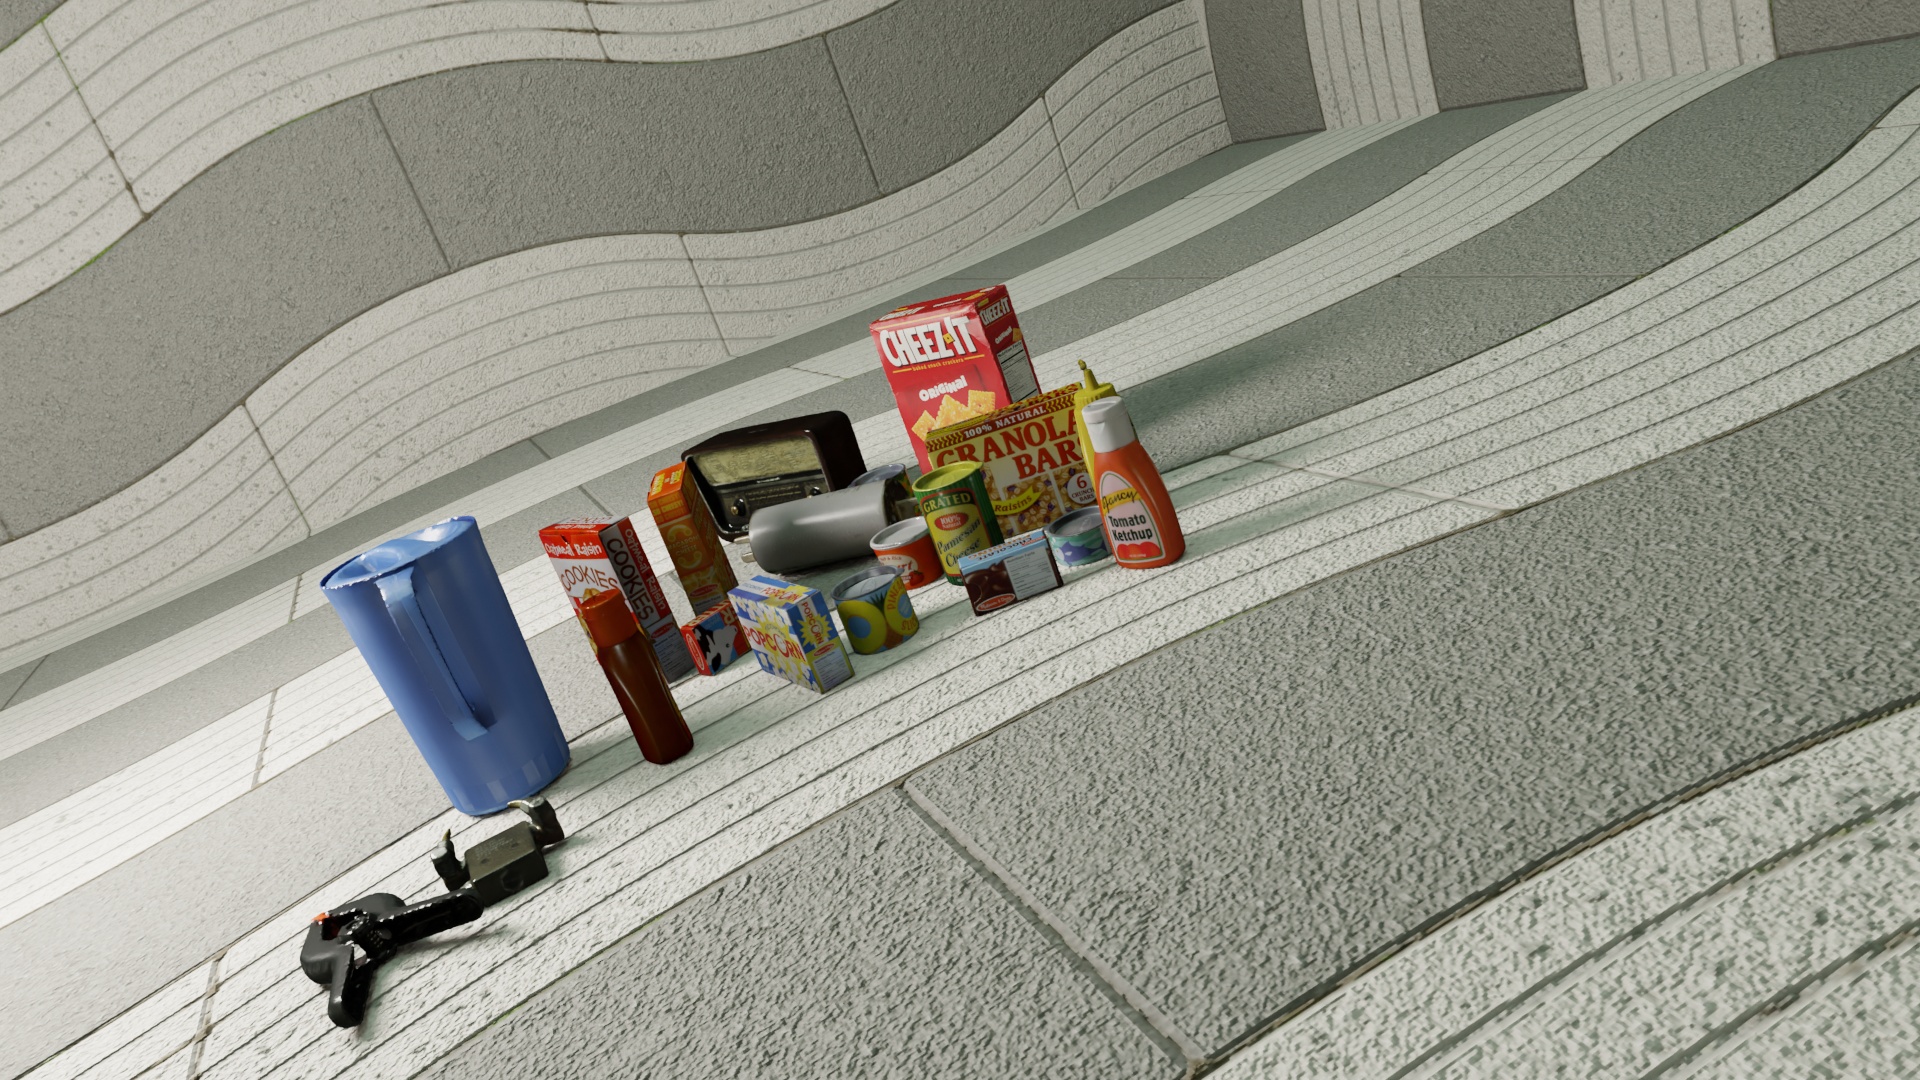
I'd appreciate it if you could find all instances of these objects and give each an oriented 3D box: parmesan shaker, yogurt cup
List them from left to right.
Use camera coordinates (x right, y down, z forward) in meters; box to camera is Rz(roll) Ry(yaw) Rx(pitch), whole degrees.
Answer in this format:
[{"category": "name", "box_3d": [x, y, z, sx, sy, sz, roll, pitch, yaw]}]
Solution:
[{"category": "yogurt cup", "box_3d": [-0.049, 0.014, 1.369, 0.072, 0.053, 0.072, -18, 18, 6]}, {"category": "parmesan shaker", "box_3d": [0.005, -0.017, 1.320, 0.071, 0.102, 0.071, -18, 18, 6]}]

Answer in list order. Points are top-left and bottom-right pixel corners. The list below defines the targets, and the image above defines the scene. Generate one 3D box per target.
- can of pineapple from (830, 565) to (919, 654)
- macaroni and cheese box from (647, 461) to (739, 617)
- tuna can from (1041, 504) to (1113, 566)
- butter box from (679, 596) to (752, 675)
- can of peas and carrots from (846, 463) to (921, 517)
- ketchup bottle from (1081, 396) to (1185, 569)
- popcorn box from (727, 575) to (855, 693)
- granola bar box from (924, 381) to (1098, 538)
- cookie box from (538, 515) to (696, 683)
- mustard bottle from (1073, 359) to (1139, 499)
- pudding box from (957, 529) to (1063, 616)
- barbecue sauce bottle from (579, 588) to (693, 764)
[{"category": "can of pineapple", "box_3d": [-0.075, 0.062, 1.251, 0.071, 0.057, 0.071, -18, 18, 6]}, {"category": "macaroni and cheese box", "box_3d": [-0.270, 0.013, 1.425, 0.040, 0.166, 0.124, -21, 18, -2]}, {"category": "tuna can", "box_3d": [0.113, -0.004, 1.283, 0.071, 0.032, 0.071, -18, 18, 6]}, {"category": "butter box", "box_3d": [-0.220, 0.083, 1.352, 0.024, 0.053, 0.104, -3, 25, 44]}, {"category": "can of peas and carrots", "box_3d": [-0.086, -0.047, 1.578, 0.071, 0.058, 0.071, -18, 18, 6]}, {"category": "ketchup bottle", "box_3d": [0.144, -0.049, 1.193, 0.064, 0.148, 0.044, -5, 23, 40]}, {"category": "popcorn box", "box_3d": [-0.152, 0.081, 1.233, 0.038, 0.085, 0.126, -30, 20, -27]}, {"category": "granola bar box", "box_3d": [0.062, -0.074, 1.392, 0.165, 0.124, 0.039, -18, 18, 8]}, {"category": "cookie box", "box_3d": [-0.340, 0.058, 1.370, 0.123, 0.167, 0.040, -1, 26, 47]}, {"category": "mustard bottle", "box_3d": [0.140, -0.097, 1.316, 0.049, 0.159, 0.065, -12, 19, 25]}, {"category": "pudding box", "box_3d": [0.044, 0.028, 1.235, 0.084, 0.049, 0.030, -20, 18, 1]}, {"category": "barbecue sauce bottle", "box_3d": [-0.273, 0.113, 1.167, 0.044, 0.148, 0.065, -27, 19, -21]}]
